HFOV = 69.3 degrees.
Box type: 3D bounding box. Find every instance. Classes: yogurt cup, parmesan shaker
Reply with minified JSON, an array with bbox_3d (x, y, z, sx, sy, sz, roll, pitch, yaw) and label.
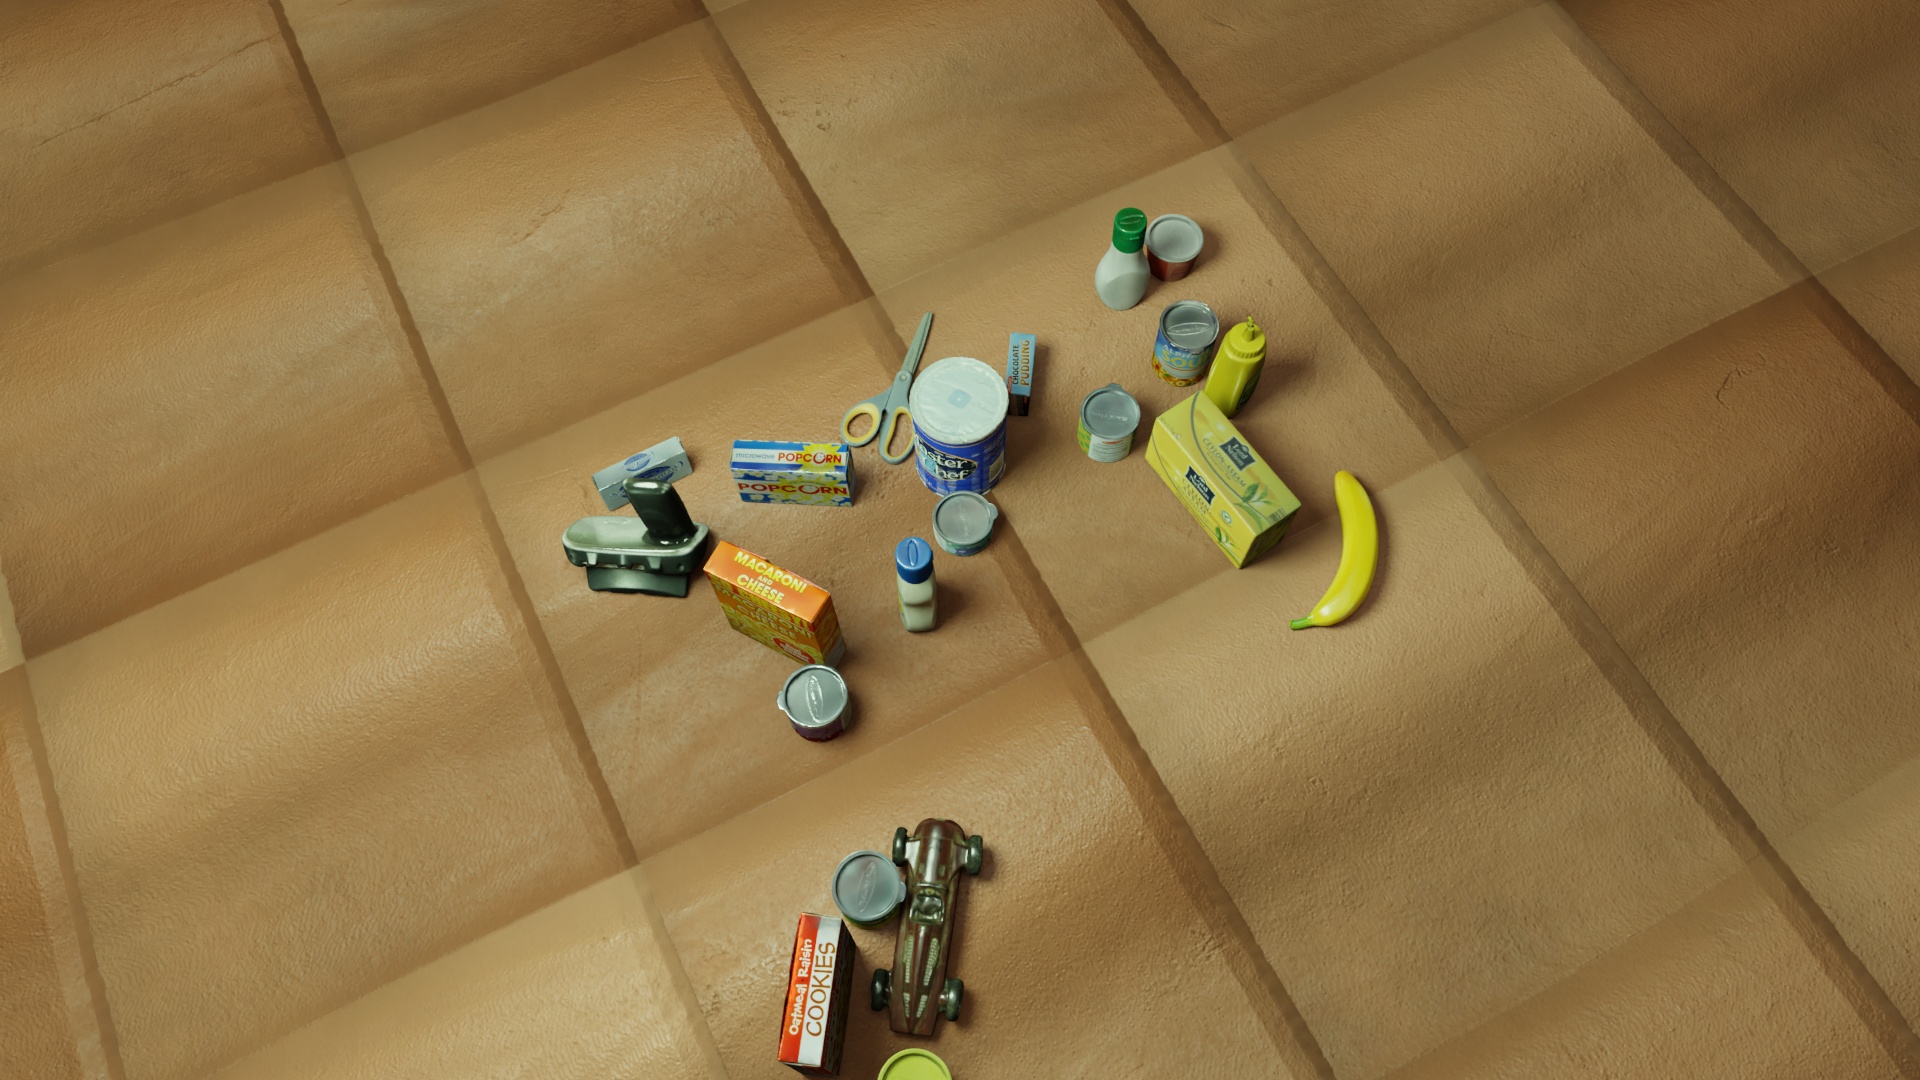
[{"bbox_3d":[0.251,-0.344,1.647,0.072,0.053,0.072,0,66,1],"label":"yogurt cup"},{"bbox_3d":[-0.040,0.494,1.238,0.071,0.102,0.071,0,66,1],"label":"parmesan shaker"}]

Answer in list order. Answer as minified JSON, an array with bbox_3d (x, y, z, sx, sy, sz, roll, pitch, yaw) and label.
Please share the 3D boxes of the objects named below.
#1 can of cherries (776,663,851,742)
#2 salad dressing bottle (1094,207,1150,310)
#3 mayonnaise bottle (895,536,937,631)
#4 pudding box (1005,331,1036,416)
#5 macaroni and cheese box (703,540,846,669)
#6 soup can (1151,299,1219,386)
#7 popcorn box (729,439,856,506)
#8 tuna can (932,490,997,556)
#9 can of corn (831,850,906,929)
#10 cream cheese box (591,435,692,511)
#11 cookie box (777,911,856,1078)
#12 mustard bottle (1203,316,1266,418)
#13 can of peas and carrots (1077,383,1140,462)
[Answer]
[{"bbox_3d":[-0.148,0.166,1.415,0.071,0.058,0.072,0,66,1],"label":"can of cherries"},{"bbox_3d":[0.188,-0.321,1.586,0.064,0.147,0.044,-11,66,-4],"label":"salad dressing bottle"},{"bbox_3d":[-0.046,0.042,1.421,0.041,0.147,0.065,-5,66,-1],"label":"mayonnaise bottle"},{"bbox_3d":[0.067,-0.190,1.580,0.030,0.049,0.084,5,66,3],"label":"pudding box"},{"bbox_3d":[-0.184,0.070,1.400,0.124,0.165,0.040,25,69,12],"label":"macaroni and cheese box"},{"bbox_3d":[0.254,-0.220,1.573,0.071,0.083,0.071,0,66,1],"label":"soup can"},{"bbox_3d":[-0.181,-0.073,1.510,0.127,0.085,0.038,2,66,2],"label":"popcorn box"},{"bbox_3d":[0.005,-0.019,1.512,0.071,0.032,0.071,0,65,1],"label":"tuna can"},{"bbox_3d":[-0.086,0.337,1.335,0.071,0.058,0.071,0,66,1],"label":"can of corn"},{"bbox_3d":[-0.349,-0.073,1.529,0.104,0.053,0.024,-27,68,-11],"label":"cream cheese box"},{"bbox_3d":[-0.126,0.410,1.243,0.040,0.166,0.123,5,66,3],"label":"cookie box"},{"bbox_3d":[0.305,-0.194,1.519,0.049,0.159,0.065,34,71,15],"label":"mustard bottle"},{"bbox_3d":[0.165,-0.130,1.547,0.071,0.058,0.071,0,66,1],"label":"can of peas and carrots"}]
